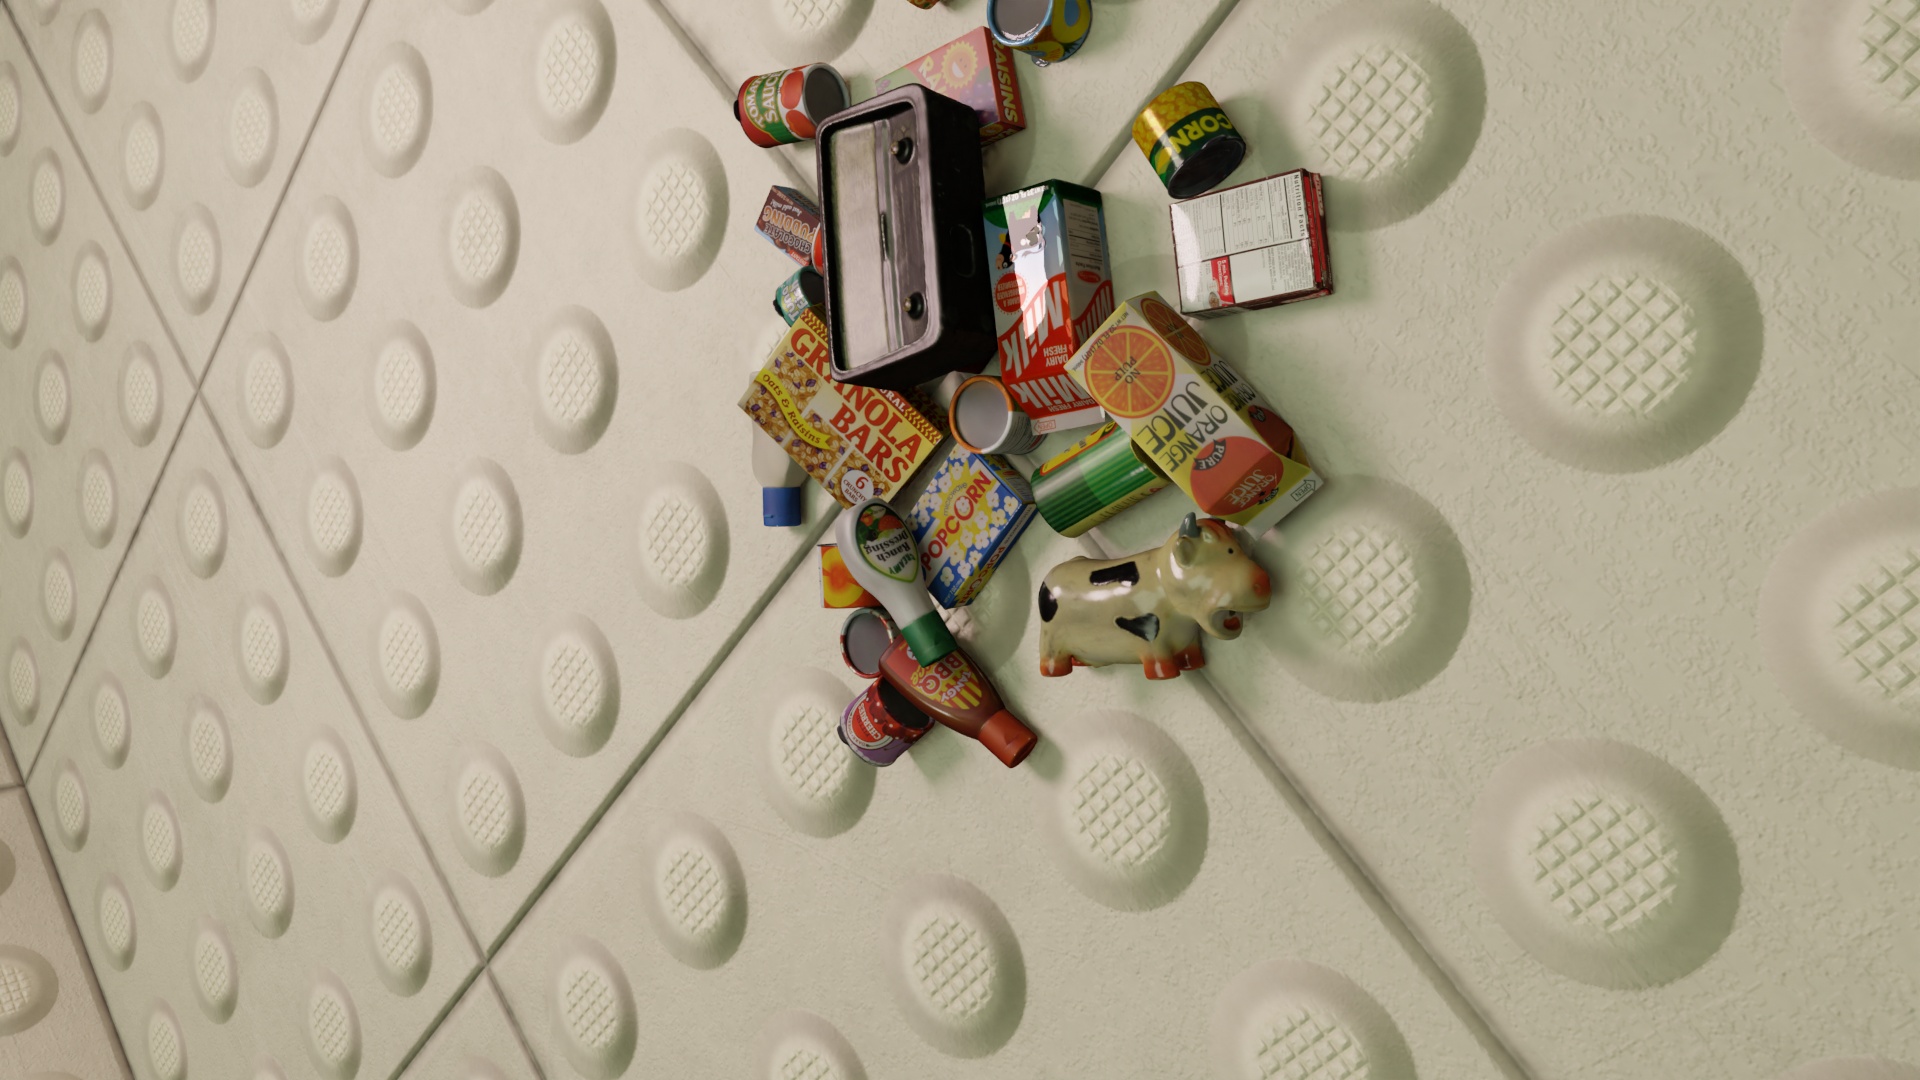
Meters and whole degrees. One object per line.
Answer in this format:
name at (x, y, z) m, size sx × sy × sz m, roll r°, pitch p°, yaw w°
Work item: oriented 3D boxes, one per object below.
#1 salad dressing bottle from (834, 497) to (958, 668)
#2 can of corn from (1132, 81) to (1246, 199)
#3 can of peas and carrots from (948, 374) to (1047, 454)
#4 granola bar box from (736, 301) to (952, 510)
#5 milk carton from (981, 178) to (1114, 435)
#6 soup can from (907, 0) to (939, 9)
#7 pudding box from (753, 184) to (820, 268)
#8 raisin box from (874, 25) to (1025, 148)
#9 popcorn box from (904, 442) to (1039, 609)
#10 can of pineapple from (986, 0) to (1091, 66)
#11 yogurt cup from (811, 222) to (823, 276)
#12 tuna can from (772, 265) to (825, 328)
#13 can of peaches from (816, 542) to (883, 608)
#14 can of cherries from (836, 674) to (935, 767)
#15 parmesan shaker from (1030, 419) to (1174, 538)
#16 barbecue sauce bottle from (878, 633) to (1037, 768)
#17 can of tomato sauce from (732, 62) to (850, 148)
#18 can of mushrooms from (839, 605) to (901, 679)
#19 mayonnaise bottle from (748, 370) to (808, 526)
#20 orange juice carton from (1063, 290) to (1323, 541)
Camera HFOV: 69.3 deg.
salad dressing bottle at (-0.053, 0.036, 1.182) m, size 0.148 × 0.064 × 0.043 m, roll 60°, pitch 145°, yaw 7°
can of corn at (0.170, -0.300, 1.037) m, size 0.071 × 0.071 × 0.058 m, roll -39°, pitch 69°, yaw 32°
can of peas and carrots at (0.031, -0.106, 1.158) m, size 0.071 × 0.059 × 0.071 m, roll 2°, pitch 93°, yaw 37°
granola bar box at (-0.102, -0.112, 1.238) m, size 0.165 × 0.039 × 0.123 m, roll 44°, pitch 119°, yaw 5°
milk carton at (0.075, -0.183, 1.112) m, size 0.072 × 0.073 × 0.190 m, roll -9°, pitch 88°, yaw 37°
soup can at (-0.018, -0.499, 1.170) m, size 0.083 × 0.071 × 0.071 m, roll -34°, pitch 73°, yaw 34°
pudding box at (-0.152, -0.292, 1.305) m, size 0.084 × 0.030 × 0.049 m, roll 42°, pitch 116°, yaw 28°
raisin box at (-0.010, -0.373, 1.188) m, size 0.123 × 0.040 × 0.086 m, roll -13°, pitch 84°, yaw 38°
popcorn box at (0.004, -0.015, 1.196) m, size 0.085 × 0.038 × 0.126 m, roll 48°, pitch 118°, yaw 24°
can of pineapple at (0.063, -0.423, 1.119) m, size 0.071 × 0.058 × 0.071 m, roll 3°, pitch 94°, yaw 37°
yogurt cup at (-0.092, -0.260, 1.242) m, size 0.054 × 0.072 × 0.072 m, roll 25°, pitch 107°, yaw 25°
tuna can at (-0.136, -0.217, 1.271) m, size 0.032 × 0.071 × 0.071 m, roll -35°, pitch 72°, yaw 32°
can of peaches at (-0.093, 0.030, 1.255) m, size 0.071 × 0.071 × 0.058 m, roll -2°, pitch 91°, yaw 37°
can of cherries at (-0.066, 0.159, 1.237) m, size 0.058 × 0.071 × 0.071 m, roll -44°, pitch 67°, yaw 30°
parmesan shaker at (0.112, -0.052, 1.092) m, size 0.102 × 0.071 × 0.071 m, roll -31°, pitch 74°, yaw 34°
barbecue sauce bottle at (0.001, 0.135, 1.196) m, size 0.149 × 0.043 × 0.065 m, roll 40°, pitch 73°, yaw 21°
can of tomato sauce at (-0.154, -0.400, 1.276) m, size 0.083 × 0.071 × 0.071 m, roll 2°, pitch 94°, yaw 37°
can of mushrooms at (-0.075, 0.094, 1.264) m, size 0.071 × 0.033 × 0.071 m, roll 2°, pitch 93°, yaw 37°
mayonnaise bottle at (-0.171, -0.088, 1.324) m, size 0.064 × 0.041 × 0.148 m, roll 2°, pitch 95°, yaw 38°
orange juice carton at (0.175, -0.090, 1.025) m, size 0.193 × 0.073 × 0.071 m, roll 47°, pitch 119°, yaw 6°
